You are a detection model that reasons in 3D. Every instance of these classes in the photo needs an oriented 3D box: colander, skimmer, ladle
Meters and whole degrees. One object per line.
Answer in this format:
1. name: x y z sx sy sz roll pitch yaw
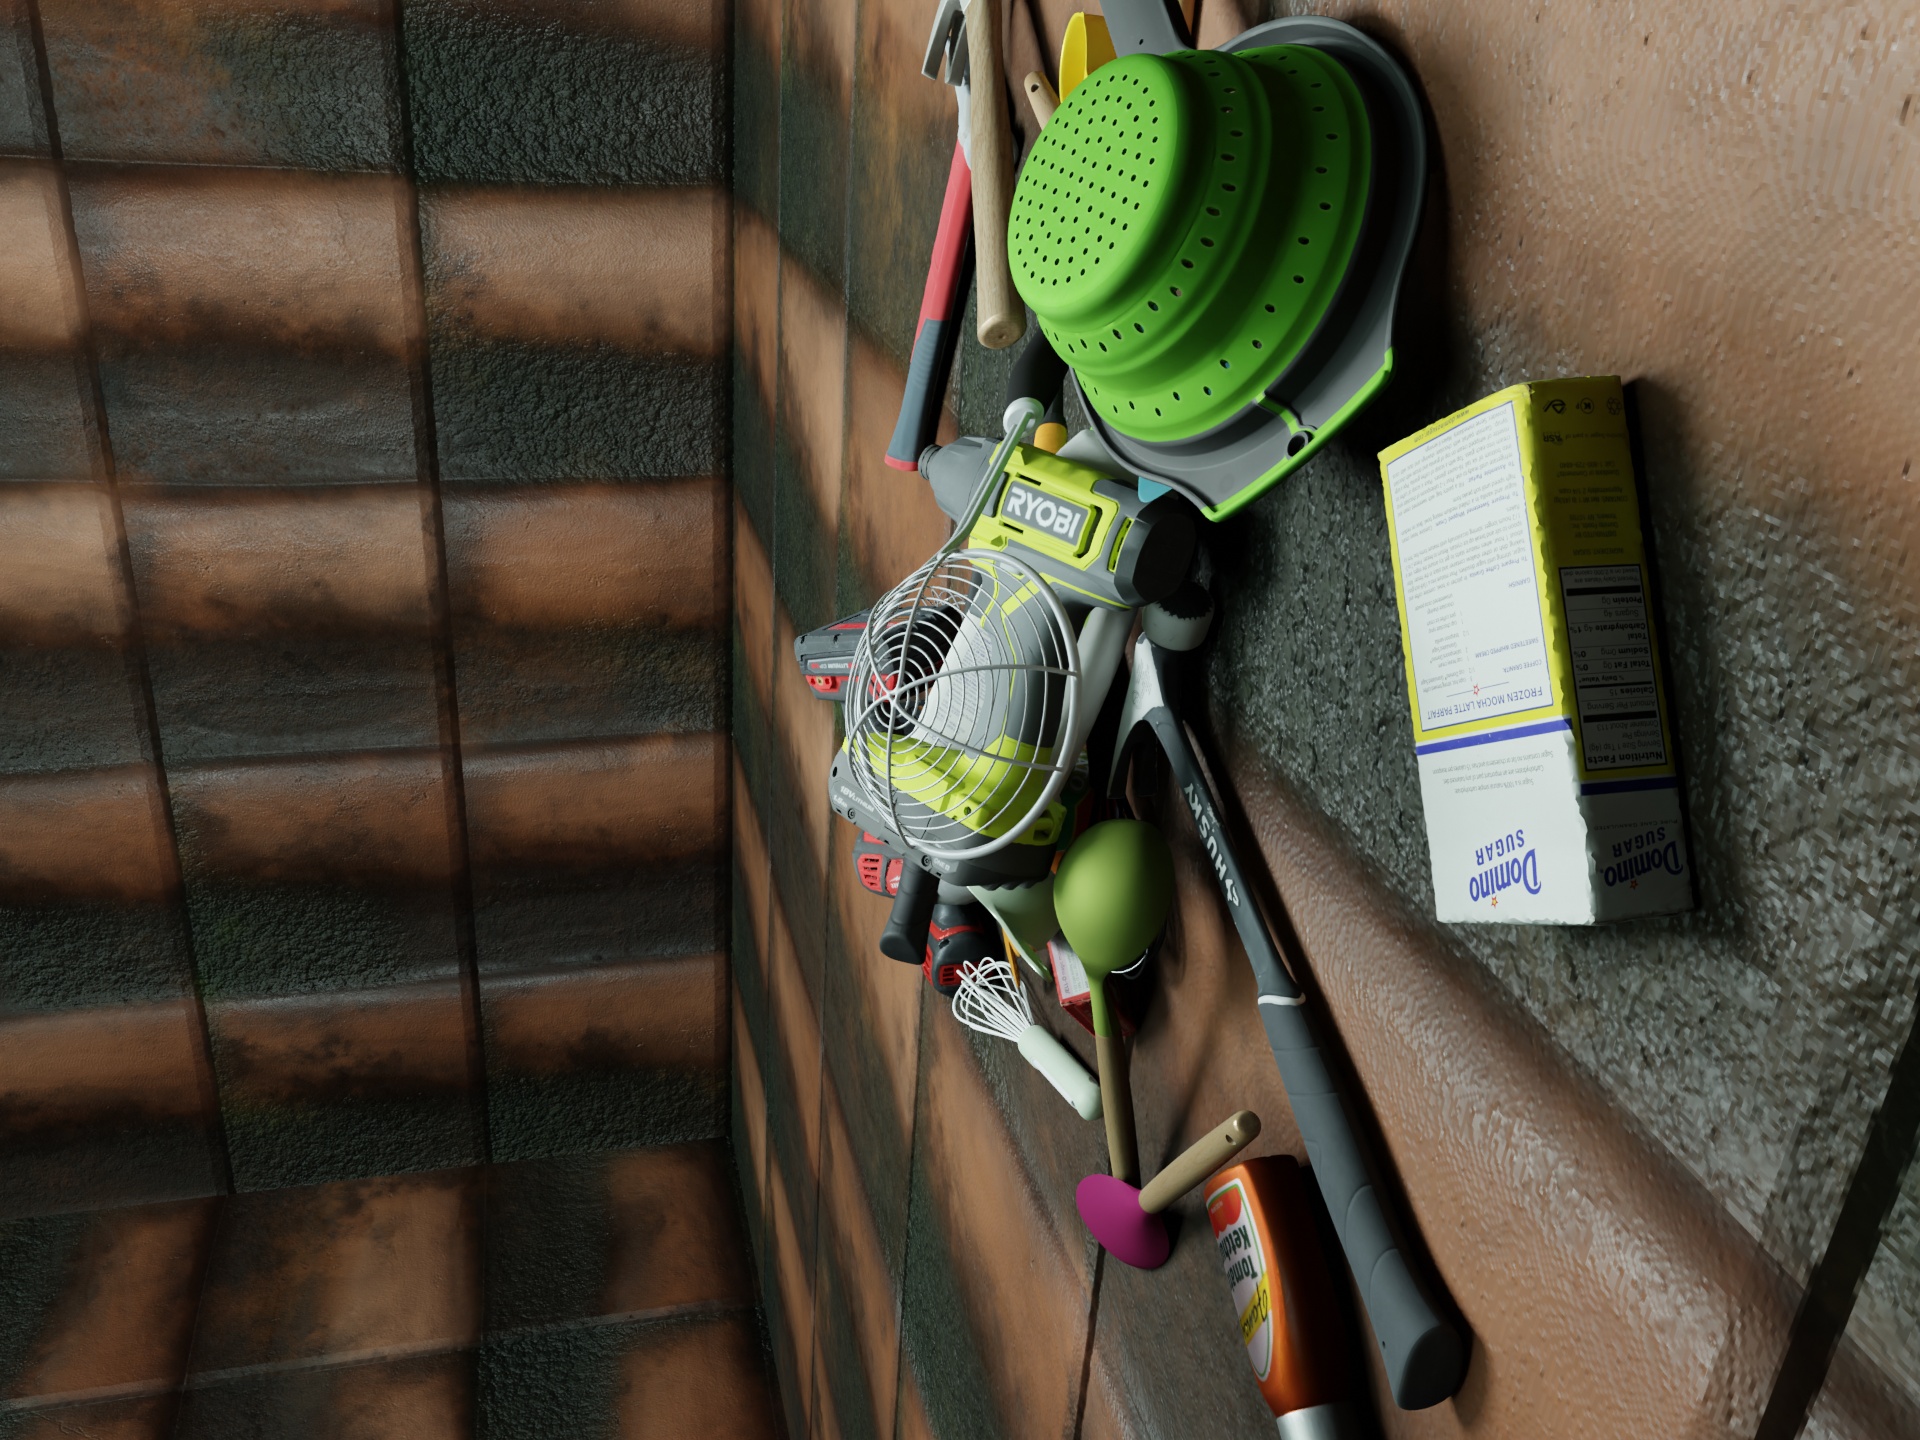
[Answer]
1. colander: 0.074 -0.279 0.712 0.204 0.094 0.398 -40 48 40
2. skimmer: 0.033 -0.091 0.750 0.127 0.090 0.363 -31 24 37
3. ladle: 0.098 0.189 0.907 0.078 0.062 0.319 -121 17 -52

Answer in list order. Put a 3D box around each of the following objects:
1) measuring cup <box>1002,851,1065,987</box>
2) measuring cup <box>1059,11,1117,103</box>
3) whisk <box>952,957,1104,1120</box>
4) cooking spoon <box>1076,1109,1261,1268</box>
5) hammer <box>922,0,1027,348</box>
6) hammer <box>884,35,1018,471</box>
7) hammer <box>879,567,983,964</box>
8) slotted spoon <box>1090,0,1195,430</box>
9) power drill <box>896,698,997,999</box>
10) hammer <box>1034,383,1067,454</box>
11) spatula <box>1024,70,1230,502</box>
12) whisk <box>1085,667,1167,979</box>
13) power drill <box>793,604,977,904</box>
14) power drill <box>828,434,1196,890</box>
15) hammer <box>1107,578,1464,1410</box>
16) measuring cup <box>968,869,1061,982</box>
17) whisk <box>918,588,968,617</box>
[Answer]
1. measuring cup: 0.055 0.136 1.109 0.173 0.052 0.095 82 171 -53
2. measuring cup: 0.088 -0.350 0.905 0.062 0.029 0.157 102 160 -45
3. whisk: 0.049 0.229 1.149 0.057 0.059 0.246 52 172 -21
4. cooking spoon: 0.112 0.261 0.882 0.069 0.017 0.318 46 155 15
5. hammer: 0.018 -0.385 1.041 0.130 0.031 0.332 -41 46 55
6. hammer: -0.020 -0.358 1.307 0.386 0.038 0.143 108 156 -54
7. hammer: -0.002 -0.003 1.057 0.146 0.035 0.335 34 -112 -78
8. slotted spoon: 0.101 -0.256 0.889 0.070 0.031 0.313 -116 29 -60
9. power drill: -0.019 0.097 1.329 0.188 0.080 0.226 -127 34 -66
10. hammer: 0.056 -0.151 0.984 0.127 0.034 0.337 -83 -5 -80
11. spatula: 0.085 -0.247 0.845 0.082 0.044 0.318 -33 59 23
12. whisk: 0.089 0.038 0.964 0.055 0.055 0.239 121 148 -65
13. power drill: -0.034 0.032 1.162 0.143 0.078 0.219 2 111 45
14. power drill: 0.016 -0.037 0.859 0.171 0.080 0.223 28 105 37
15. hammer: 0.147 0.123 0.773 0.149 0.036 0.409 102 159 -47
16. measuring cup: 0.040 0.105 0.898 0.038 0.083 0.168 -47 14 2
17. whisk: 0.024 -0.017 1.187 0.285 0.070 0.070 -121 31 -51
